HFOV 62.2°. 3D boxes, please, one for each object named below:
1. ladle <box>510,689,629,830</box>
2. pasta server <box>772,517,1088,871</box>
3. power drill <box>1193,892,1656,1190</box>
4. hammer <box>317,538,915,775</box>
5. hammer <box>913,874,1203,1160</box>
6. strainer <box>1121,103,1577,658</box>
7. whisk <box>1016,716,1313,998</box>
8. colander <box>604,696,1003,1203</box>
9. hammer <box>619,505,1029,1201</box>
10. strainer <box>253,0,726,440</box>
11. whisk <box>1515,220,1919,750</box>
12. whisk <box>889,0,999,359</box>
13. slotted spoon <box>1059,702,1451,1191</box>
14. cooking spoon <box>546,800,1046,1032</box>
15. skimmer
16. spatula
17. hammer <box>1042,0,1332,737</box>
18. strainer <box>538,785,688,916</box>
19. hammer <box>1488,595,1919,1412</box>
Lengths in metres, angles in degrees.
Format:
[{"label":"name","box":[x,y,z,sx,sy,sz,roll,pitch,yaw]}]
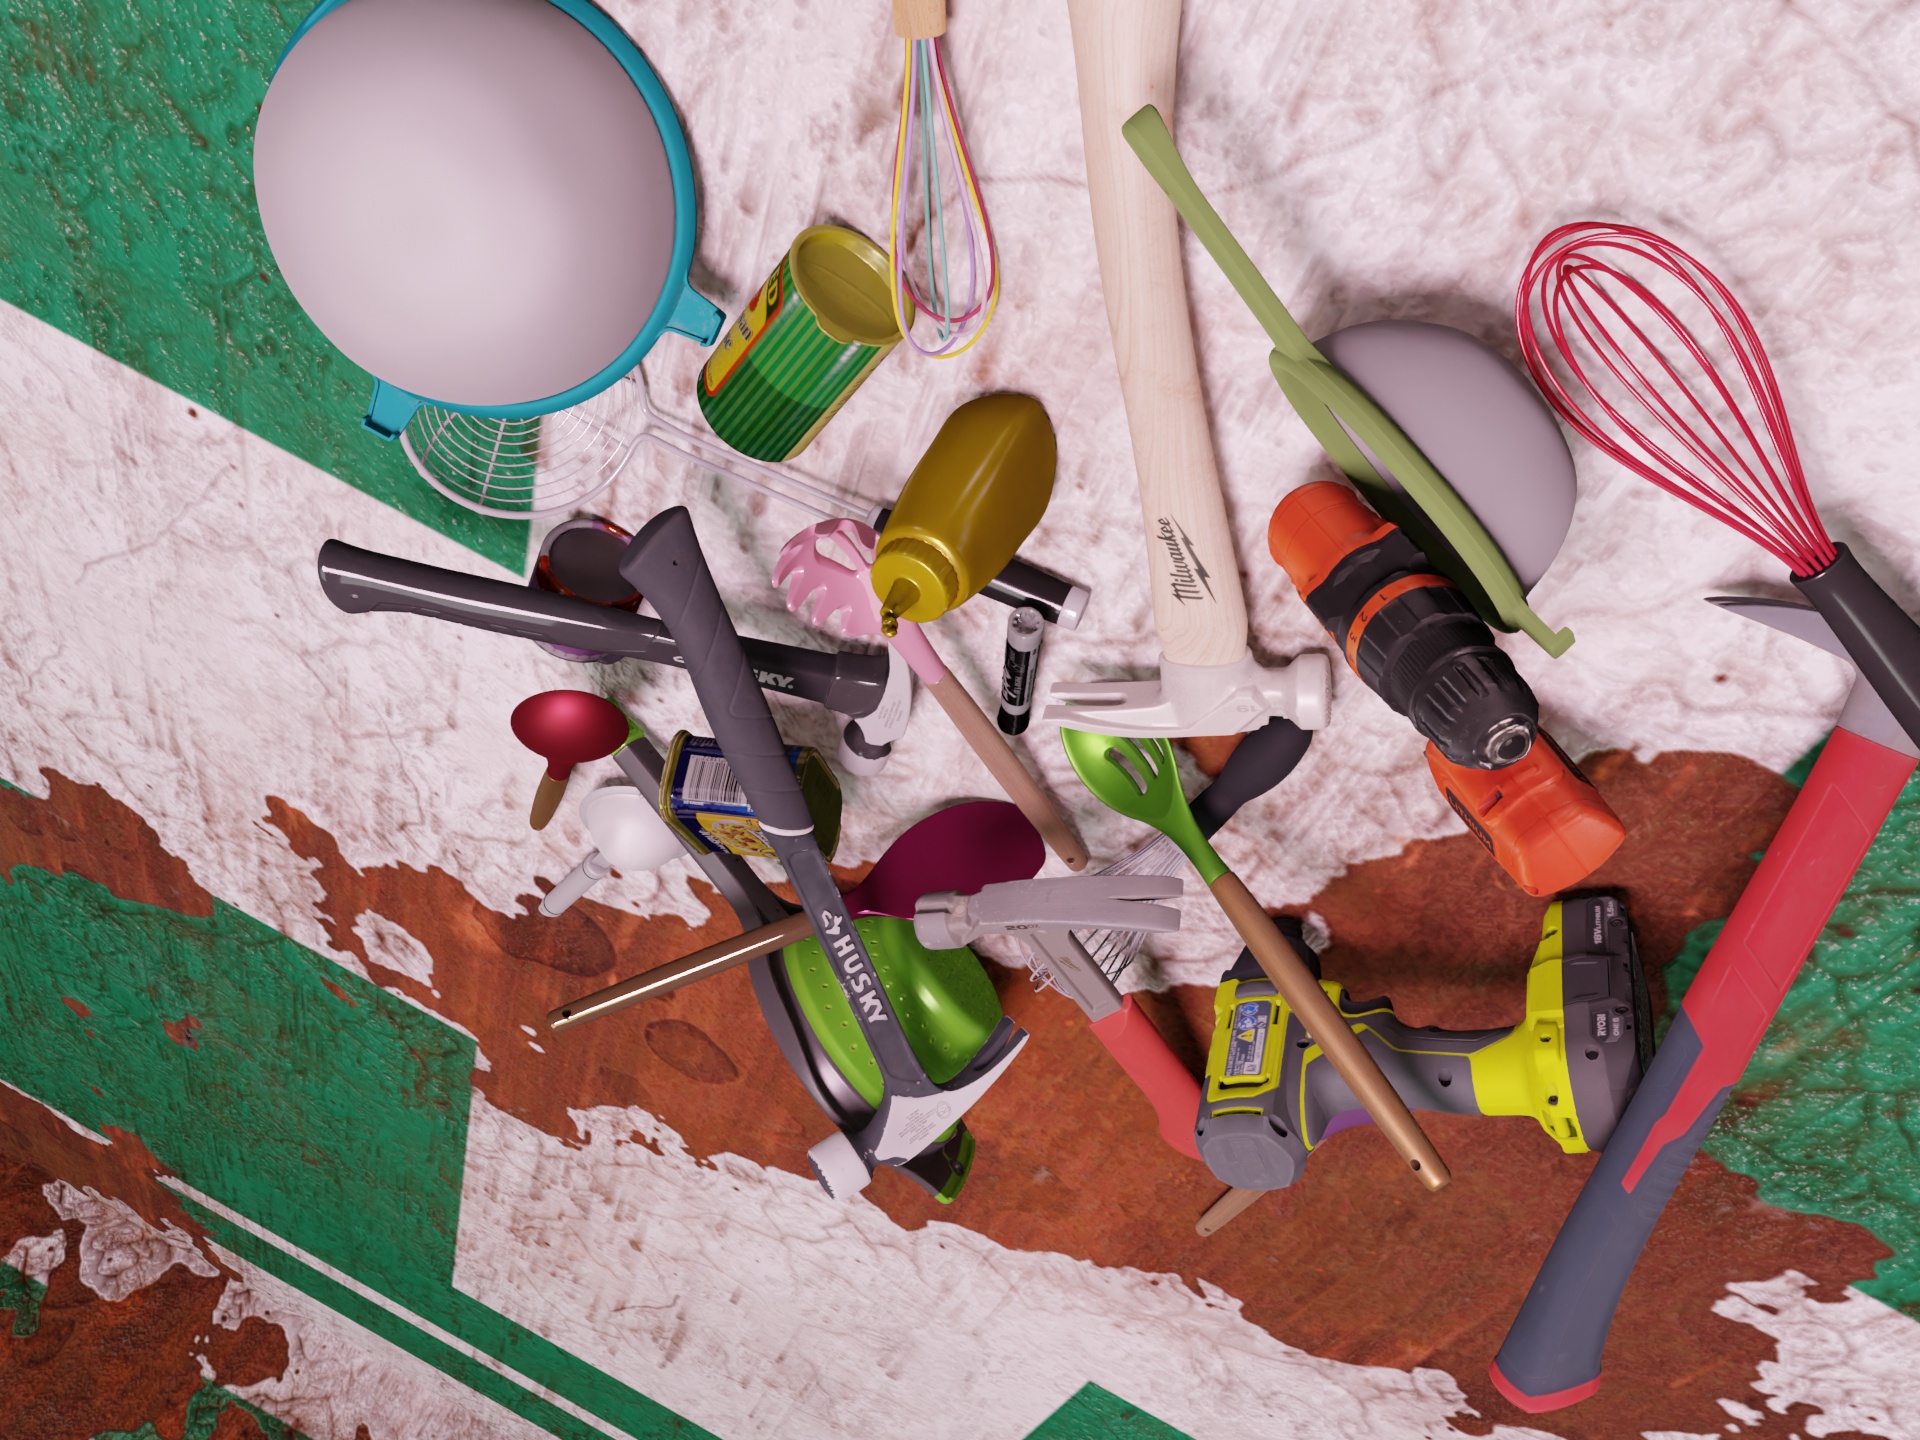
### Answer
[{"label":"ladle","box":[-0.269,0.038,1.050,0.069,0.031,0.315,10,162,-16]},{"label":"pasta server","box":[-0.001,-0.003,0.870,0.060,0.040,0.315,-19,133,21]},{"label":"power drill","box":[0.244,0.162,0.846,0.223,0.171,0.080,-10,124,26]},{"label":"hammer","box":[-0.186,-0.052,0.892,0.334,0.035,0.146,12,142,-9]},{"label":"hammer","box":[0.110,0.189,0.957,0.149,0.037,0.358,-5,145,25]},{"label":"strainer","box":[0.163,-0.147,0.619,0.069,0.152,0.256,-39,111,10]},{"label":"whisk","box":[0.113,0.081,0.916,0.070,0.070,0.284,34,133,-3]},{"label":"colander","box":[-0.089,0.122,1.042,0.094,0.204,0.397,-39,90,12]},{"label":"hammer","box":[-0.084,0.073,0.881,0.036,0.149,0.408,25,140,61]},{"label":"strainer","box":[-0.251,-0.288,0.695,0.211,0.095,0.340,-13,113,11]},{"label":"whisk","box":[0.320,-0.076,0.615,0.295,0.073,0.073,46,137,-9]},{"label":"whisk","box":[-0.012,-0.266,0.666,0.047,0.051,0.244,-2,128,4]},{"label":"slotted spoon","box":[0.148,0.104,0.820,0.314,0.031,0.070,56,138,27]},{"label":"cooking spoon","box":[-0.100,0.126,0.964,0.319,0.069,0.017,-21,161,-1]},{"label":"skimmer","box":[-0.111,-0.114,0.826,0.363,0.090,0.127,23,119,7]},{"label":"spatula","box":[0.232,0.288,1.075,0.060,0.018,0.315,29,138,1]},{"label":"hammer","box":[0.078,-0.158,0.703,0.146,0.038,0.410,-1,128,17]},{"label":"strainer","box":[-0.265,0.107,1.173,0.086,0.050,0.258,29,144,-20]},{"label":"hammer","box":[0.319,0.137,0.708,0.143,0.038,0.386,23,104,5]}]
